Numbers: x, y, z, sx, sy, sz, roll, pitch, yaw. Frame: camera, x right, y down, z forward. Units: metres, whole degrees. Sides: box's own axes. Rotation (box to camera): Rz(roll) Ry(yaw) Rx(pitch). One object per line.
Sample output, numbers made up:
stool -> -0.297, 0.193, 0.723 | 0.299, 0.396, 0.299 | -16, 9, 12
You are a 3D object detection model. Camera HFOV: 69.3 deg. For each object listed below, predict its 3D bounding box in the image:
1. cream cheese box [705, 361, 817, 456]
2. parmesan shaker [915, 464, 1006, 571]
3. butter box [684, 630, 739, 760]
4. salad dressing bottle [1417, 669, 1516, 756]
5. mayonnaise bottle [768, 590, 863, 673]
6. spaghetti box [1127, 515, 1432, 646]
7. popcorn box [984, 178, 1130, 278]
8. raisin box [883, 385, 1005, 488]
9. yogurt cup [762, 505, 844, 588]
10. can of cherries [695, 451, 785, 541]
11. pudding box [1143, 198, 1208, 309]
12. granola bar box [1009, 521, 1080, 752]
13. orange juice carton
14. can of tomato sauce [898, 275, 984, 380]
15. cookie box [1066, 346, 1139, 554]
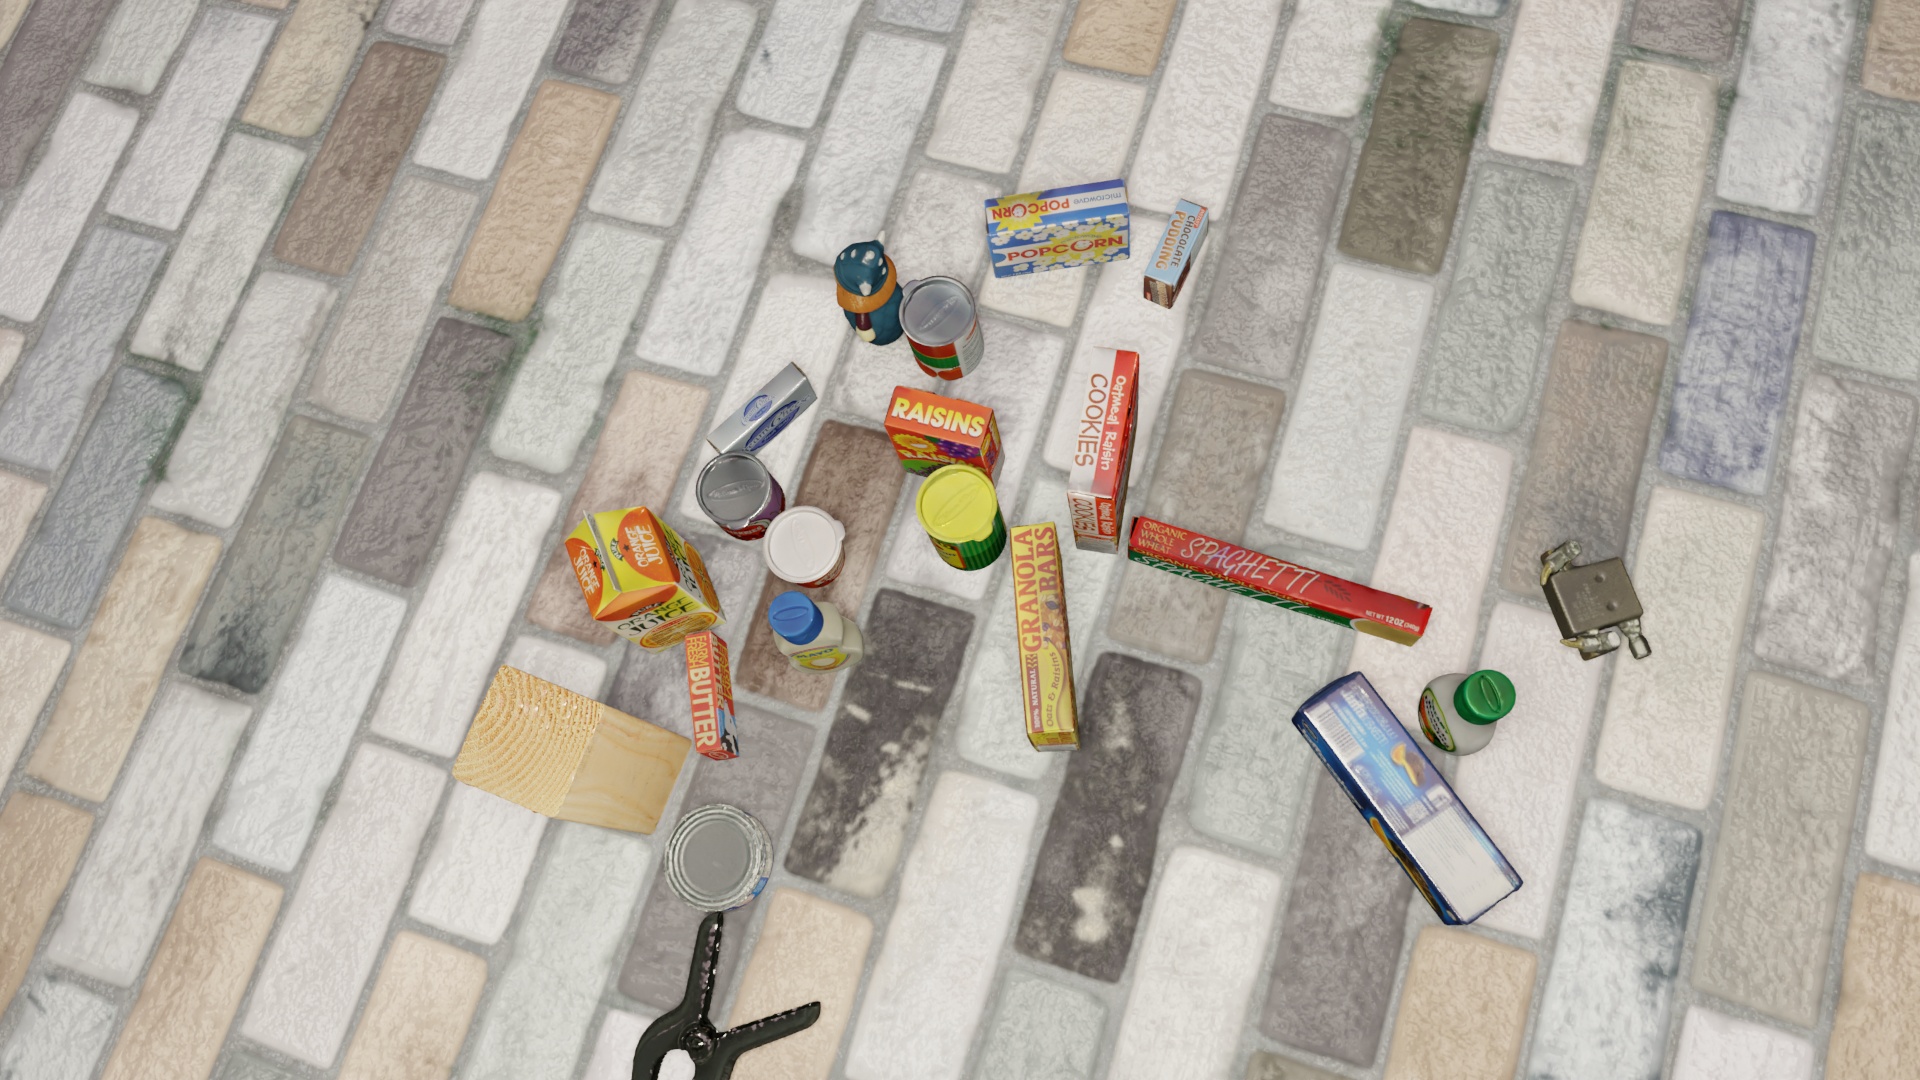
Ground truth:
cream cheese box -> -0.176, -0.110, 1.242 | 0.104, 0.053, 0.024 | -43, 74, -6
parmesan shaker -> 0.004, -0.015, 1.167 | 0.071, 0.103, 0.071 | -2, 74, 6
butter box -> -0.211, 0.132, 1.177 | 0.024, 0.053, 0.104 | -11, 73, 4
salad dressing bottle -> 0.386, 0.127, 1.057 | 0.044, 0.147, 0.064 | -18, 73, 2
mayonnaise bottle -> -0.122, 0.075, 1.132 | 0.065, 0.147, 0.041 | -12, 74, 3
spaghetti box -> 0.259, 0.033, 1.150 | 0.250, 0.050, 0.029 | 18, 77, 11
popcorn box -> 0.088, -0.278, 1.242 | 0.127, 0.085, 0.038 | -8, 74, 5
raisin box -> -0.011, -0.085, 1.178 | 0.086, 0.123, 0.040 | 15, 77, 11
yogurt cup -> -0.132, 0.009, 1.202 | 0.072, 0.054, 0.072 | -2, 74, 6
can of cherries -> -0.192, -0.036, 1.220 | 0.071, 0.058, 0.071 | -2, 74, 6
pudding box -> 0.193, -0.256, 1.242 | 0.030, 0.049, 0.084 | 23, 78, 13
granola bar box -> 0.068, 0.082, 1.121 | 0.039, 0.124, 0.166 | -6, 74, 5
orange juice carton -> -0.261, 0.031, 1.139 | 0.073, 0.192, 0.072 | -24, 73, 0
can of tomato sauce -> -0.017, -0.187, 1.230 | 0.071, 0.083, 0.071 | -2, 74, 6
cookie box -> 0.119, -0.069, 1.135 | 0.040, 0.167, 0.123 | 8, 76, 9
